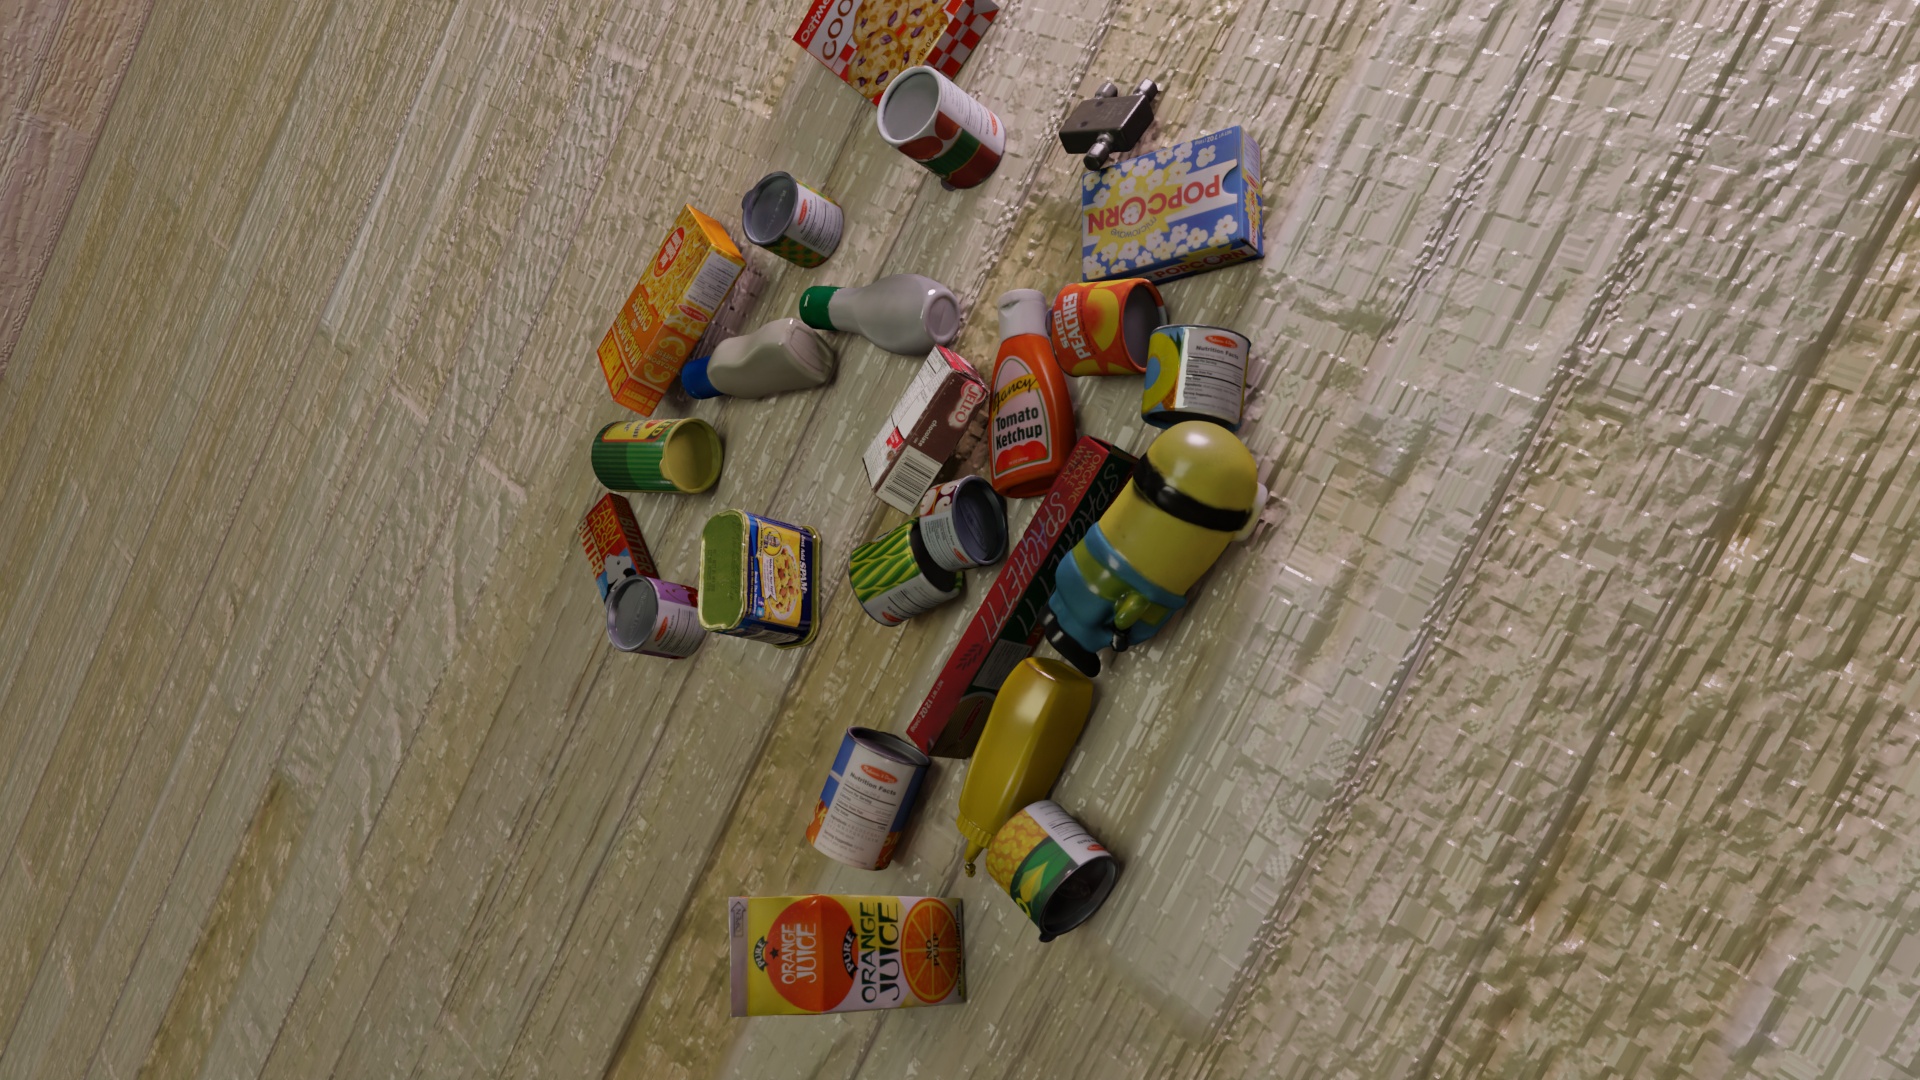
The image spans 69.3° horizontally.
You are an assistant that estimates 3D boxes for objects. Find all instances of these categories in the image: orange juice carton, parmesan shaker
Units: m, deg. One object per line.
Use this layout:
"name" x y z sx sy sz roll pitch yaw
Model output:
"orange juice carton" -0.082 0.271 0.909 0.073 0.192 0.072 -14 69 34
"parmesan shaker" -0.271 -0.074 1.226 0.103 0.071 0.071 2 80 38

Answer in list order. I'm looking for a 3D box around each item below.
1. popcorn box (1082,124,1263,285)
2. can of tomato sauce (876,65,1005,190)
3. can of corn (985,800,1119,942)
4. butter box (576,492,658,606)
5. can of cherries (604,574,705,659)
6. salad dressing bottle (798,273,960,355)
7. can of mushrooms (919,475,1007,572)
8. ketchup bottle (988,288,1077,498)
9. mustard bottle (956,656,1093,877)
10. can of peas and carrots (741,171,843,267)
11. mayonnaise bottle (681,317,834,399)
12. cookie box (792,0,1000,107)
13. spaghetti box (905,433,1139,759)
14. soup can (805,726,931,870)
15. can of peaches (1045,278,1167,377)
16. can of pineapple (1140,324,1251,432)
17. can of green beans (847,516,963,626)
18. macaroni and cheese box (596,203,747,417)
"popcorn box" 0.146 -0.226 0.966 0.126 0.038 0.085 -9 72 36
"can of tomato sauce" -0.016 -0.322 1.088 0.071 0.083 0.071 -11 72 35
"can of corn" 0.057 0.213 0.898 0.058 0.071 0.071 41 104 38
"butter box" -0.314 0.011 1.268 0.053 0.024 0.104 -43 56 22
"can of cherries" -0.261 0.065 1.190 0.071 0.058 0.071 -10 73 36
"salad dressing bottle" -0.068 -0.184 1.118 0.147 0.044 0.064 13 88 40
"can of mushrooms" 0.004 -0.013 1.003 0.033 0.071 0.071 -14 70 36
"ketchup bottle" 0.049 -0.108 1.006 0.064 0.043 0.149 -16 68 34
"mustard bottle" 0.033 0.156 0.935 0.049 0.065 0.160 32 102 34
"can of peas and carrots" -0.145 -0.274 1.191 0.071 0.059 0.071 -11 71 36
"mayonnaise bottle" -0.178 -0.149 1.183 0.148 0.064 0.041 -7 56 41
"cookie box" -0.060 -0.440 1.181 0.122 0.040 0.168 -53 53 14
"spaghetti box" 0.045 0.041 0.965 0.029 0.050 0.249 37 101 37
"soup can" -0.066 0.185 1.005 0.071 0.071 0.083 26 95 39
"can of peaches" 0.102 -0.146 0.958 0.058 0.071 0.071 3 80 37
"can of pineapple" 0.153 -0.104 0.911 0.071 0.071 0.058 2 80 38
"can of green beans" -0.040 0.023 1.025 0.057 0.071 0.071 -28 63 29
"macaroni and cheese box" -0.264 -0.209 1.256 0.166 0.040 0.124 -55 34 14
